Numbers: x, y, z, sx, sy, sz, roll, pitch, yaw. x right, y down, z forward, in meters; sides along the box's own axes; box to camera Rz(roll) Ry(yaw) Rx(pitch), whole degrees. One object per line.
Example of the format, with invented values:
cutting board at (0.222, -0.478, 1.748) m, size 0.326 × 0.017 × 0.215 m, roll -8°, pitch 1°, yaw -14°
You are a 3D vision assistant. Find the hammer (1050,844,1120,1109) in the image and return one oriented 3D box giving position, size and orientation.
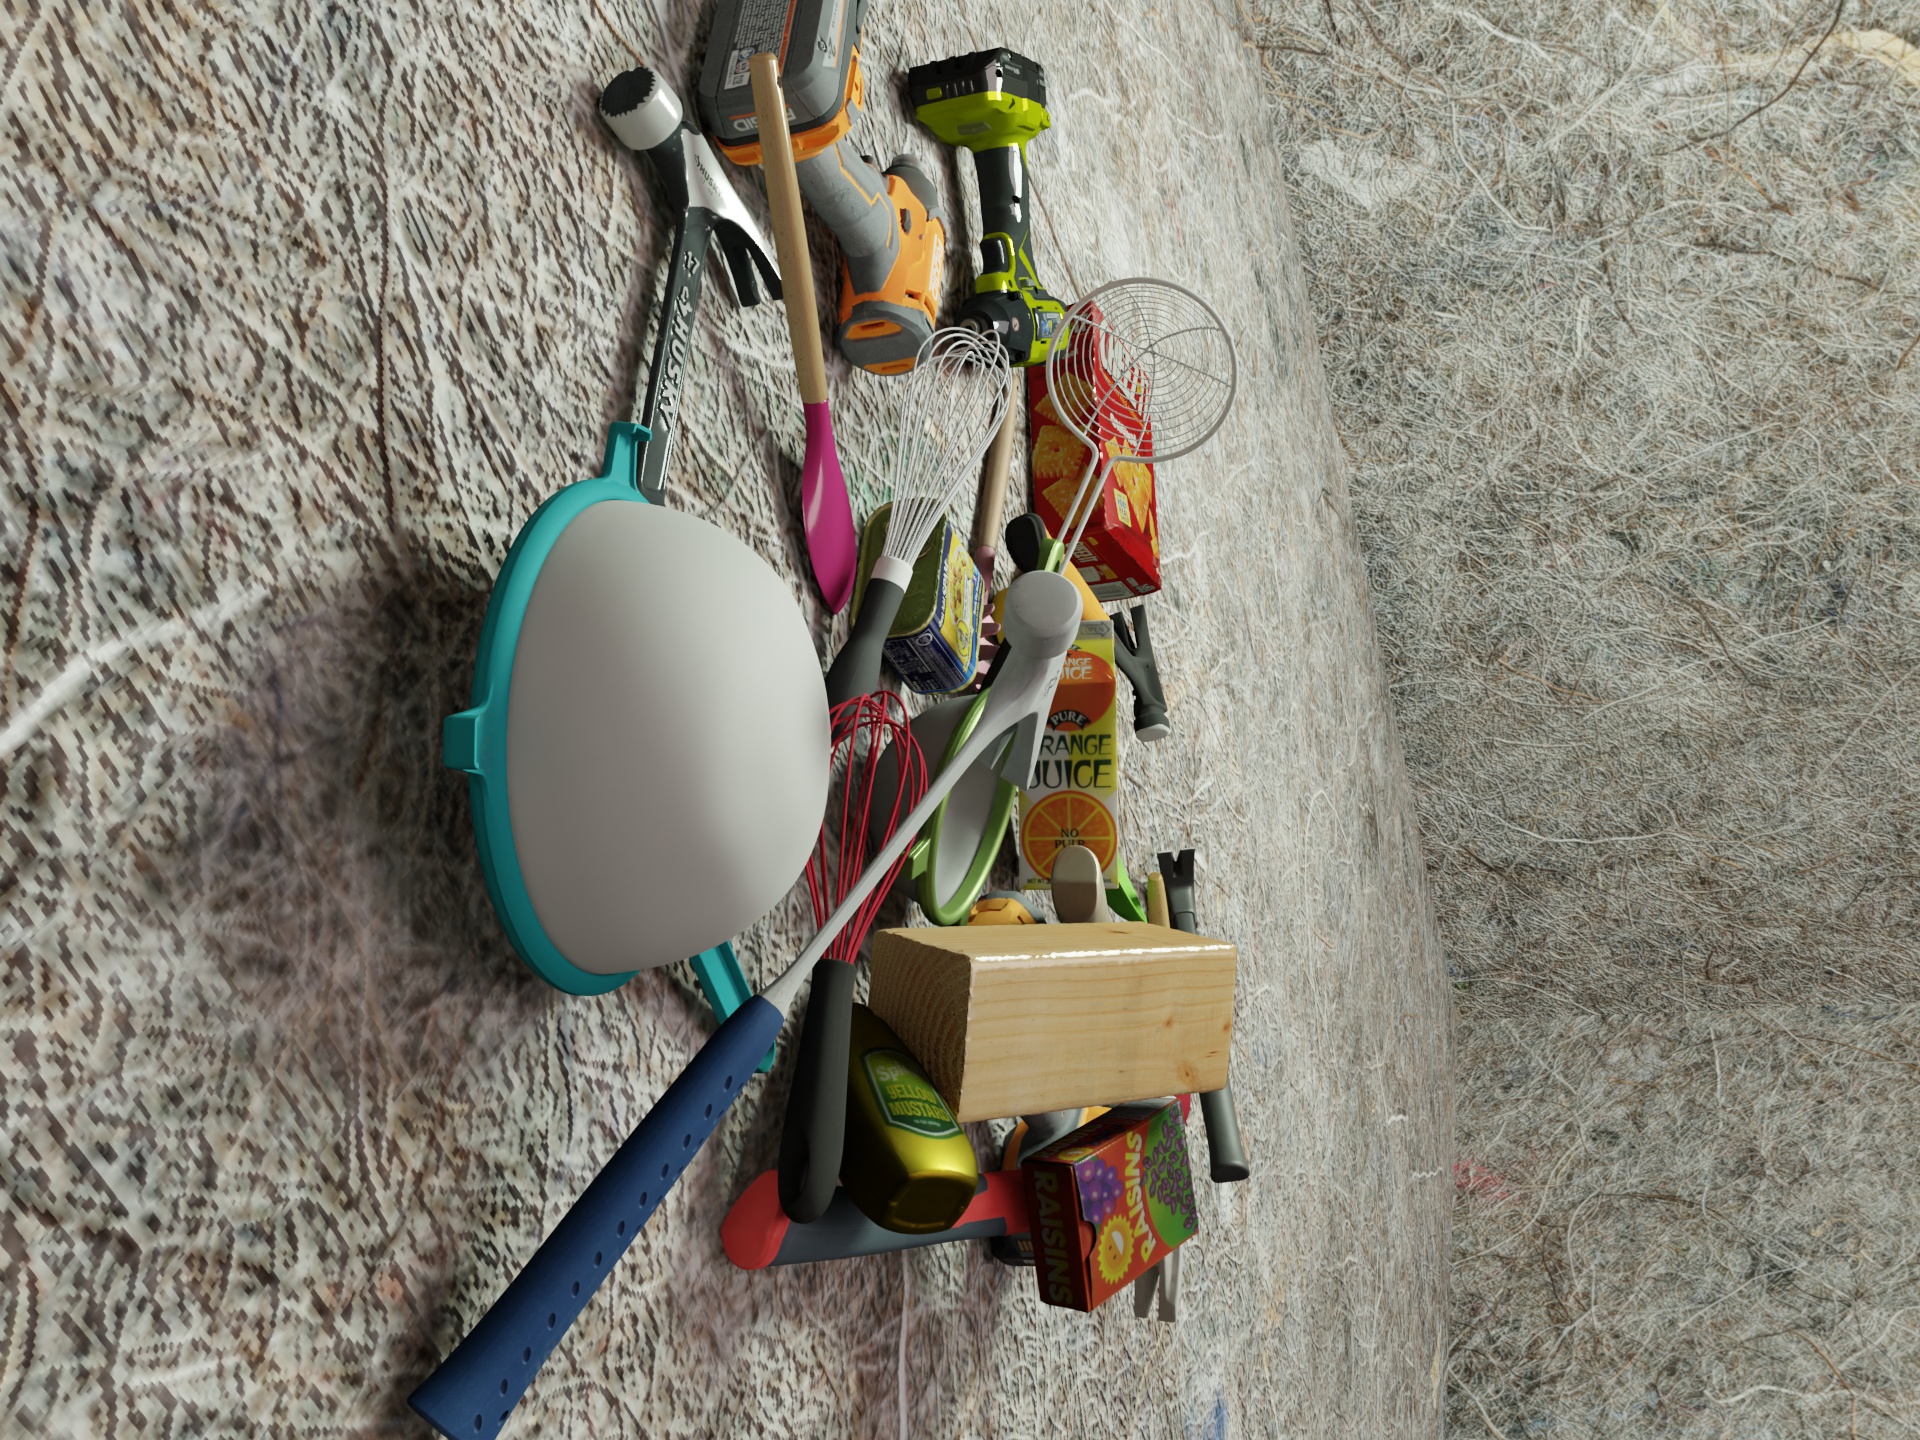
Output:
hammer at (0.109, 0.181, 1.175) m, size 0.410 × 0.038 × 0.146 m, roll 70°, pitch 21°, yaw -59°

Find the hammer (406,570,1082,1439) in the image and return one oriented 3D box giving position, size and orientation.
hammer at (-0.072, 0.114, 0.663) m, size 0.405 × 0.035 × 0.144 m, roll -52°, pitch 166°, yaw -25°

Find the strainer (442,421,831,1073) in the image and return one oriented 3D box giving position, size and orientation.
strainer at (-0.096, 0.053, 0.690) m, size 0.211 × 0.095 × 0.340 m, roll -77°, pitch 161°, yaw -44°

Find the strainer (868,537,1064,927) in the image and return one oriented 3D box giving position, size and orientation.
strainer at (-0.002, -0.003, 0.982) m, size 0.151 × 0.069 × 0.256 m, roll 60°, pitch 46°, yaw -66°

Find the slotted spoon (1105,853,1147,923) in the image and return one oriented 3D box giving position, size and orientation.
slotted spoon at (0.106, 0.017, 1.283) m, size 0.070 × 0.031 × 0.314 m, roll 47°, pitch 31°, yaw -61°

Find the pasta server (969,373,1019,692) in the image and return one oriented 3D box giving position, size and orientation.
pasta server at (0.030, -0.147, 1.193) m, size 0.060 × 0.040 × 0.316 m, roll 73°, pitch 20°, yaw -53°

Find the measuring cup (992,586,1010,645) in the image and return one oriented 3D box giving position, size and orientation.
measuring cup at (0.046, -0.101, 1.247) m, size 0.157 × 0.029 × 0.062 m, roll -83°, pitch 155°, yaw -57°

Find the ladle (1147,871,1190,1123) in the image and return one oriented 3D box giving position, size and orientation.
ladle at (0.173, 0.244, 1.339) m, size 0.069 × 0.031 × 0.315 m, roll -86°, pitch 169°, yaw -51°

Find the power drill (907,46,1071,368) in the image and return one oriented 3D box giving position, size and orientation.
power drill at (0.025, -0.380, 1.205) m, size 0.171 × 0.080 × 0.223 m, roll -32°, pitch 116°, yaw -65°

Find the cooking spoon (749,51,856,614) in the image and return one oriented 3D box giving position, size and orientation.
cooking spoon at (-0.085, -0.204, 0.890) m, size 0.069 × 0.017 × 0.318 m, roll -66°, pitch 155°, yaw -53°

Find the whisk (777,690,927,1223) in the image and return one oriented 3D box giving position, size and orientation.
whisk at (-0.062, 0.110, 0.824) m, size 0.073 × 0.073 × 0.296 m, roll 52°, pitch 36°, yaw -51°

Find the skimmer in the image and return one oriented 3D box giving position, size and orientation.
skimmer at (0.066, -0.111, 1.046) m, size 0.090 × 0.127 × 0.363 m, roll 136°, pitch -22°, yaw -87°

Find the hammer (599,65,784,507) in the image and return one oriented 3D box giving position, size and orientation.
hammer at (-0.149, -0.110, 0.765) m, size 0.149 × 0.036 × 0.409 m, roll 46°, pitch 43°, yaw -56°

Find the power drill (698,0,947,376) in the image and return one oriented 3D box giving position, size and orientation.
power drill at (-0.069, -0.342, 0.967) m, size 0.226 × 0.084 × 0.164 m, roll 56°, pitch 34°, yaw -55°

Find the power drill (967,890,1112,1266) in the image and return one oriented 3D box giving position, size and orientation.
power drill at (0.032, 0.250, 1.032) m, size 0.185 × 0.084 × 0.226 m, roll -53°, pitch 127°, yaw -56°

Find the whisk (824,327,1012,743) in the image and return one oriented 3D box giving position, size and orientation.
whisk at (-0.032, -0.116, 0.962) m, size 0.070 × 0.070 × 0.285 m, roll 45°, pitch 60°, yaw -56°

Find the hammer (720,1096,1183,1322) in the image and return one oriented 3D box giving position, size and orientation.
hammer at (0.016, 0.292, 0.906) m, size 0.386 × 0.038 × 0.143 m, roll 13°, pitch 73°, yaw -50°

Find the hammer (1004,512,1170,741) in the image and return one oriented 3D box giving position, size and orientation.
hammer at (0.104, -0.090, 1.281) m, size 0.336 × 0.034 × 0.127 m, roll 40°, pitch 36°, yaw -62°

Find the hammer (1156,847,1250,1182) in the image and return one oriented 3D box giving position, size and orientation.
hammer at (0.207, 0.254, 1.368) m, size 0.335 × 0.035 × 0.146 m, roll -91°, pitch 172°, yaw -54°
